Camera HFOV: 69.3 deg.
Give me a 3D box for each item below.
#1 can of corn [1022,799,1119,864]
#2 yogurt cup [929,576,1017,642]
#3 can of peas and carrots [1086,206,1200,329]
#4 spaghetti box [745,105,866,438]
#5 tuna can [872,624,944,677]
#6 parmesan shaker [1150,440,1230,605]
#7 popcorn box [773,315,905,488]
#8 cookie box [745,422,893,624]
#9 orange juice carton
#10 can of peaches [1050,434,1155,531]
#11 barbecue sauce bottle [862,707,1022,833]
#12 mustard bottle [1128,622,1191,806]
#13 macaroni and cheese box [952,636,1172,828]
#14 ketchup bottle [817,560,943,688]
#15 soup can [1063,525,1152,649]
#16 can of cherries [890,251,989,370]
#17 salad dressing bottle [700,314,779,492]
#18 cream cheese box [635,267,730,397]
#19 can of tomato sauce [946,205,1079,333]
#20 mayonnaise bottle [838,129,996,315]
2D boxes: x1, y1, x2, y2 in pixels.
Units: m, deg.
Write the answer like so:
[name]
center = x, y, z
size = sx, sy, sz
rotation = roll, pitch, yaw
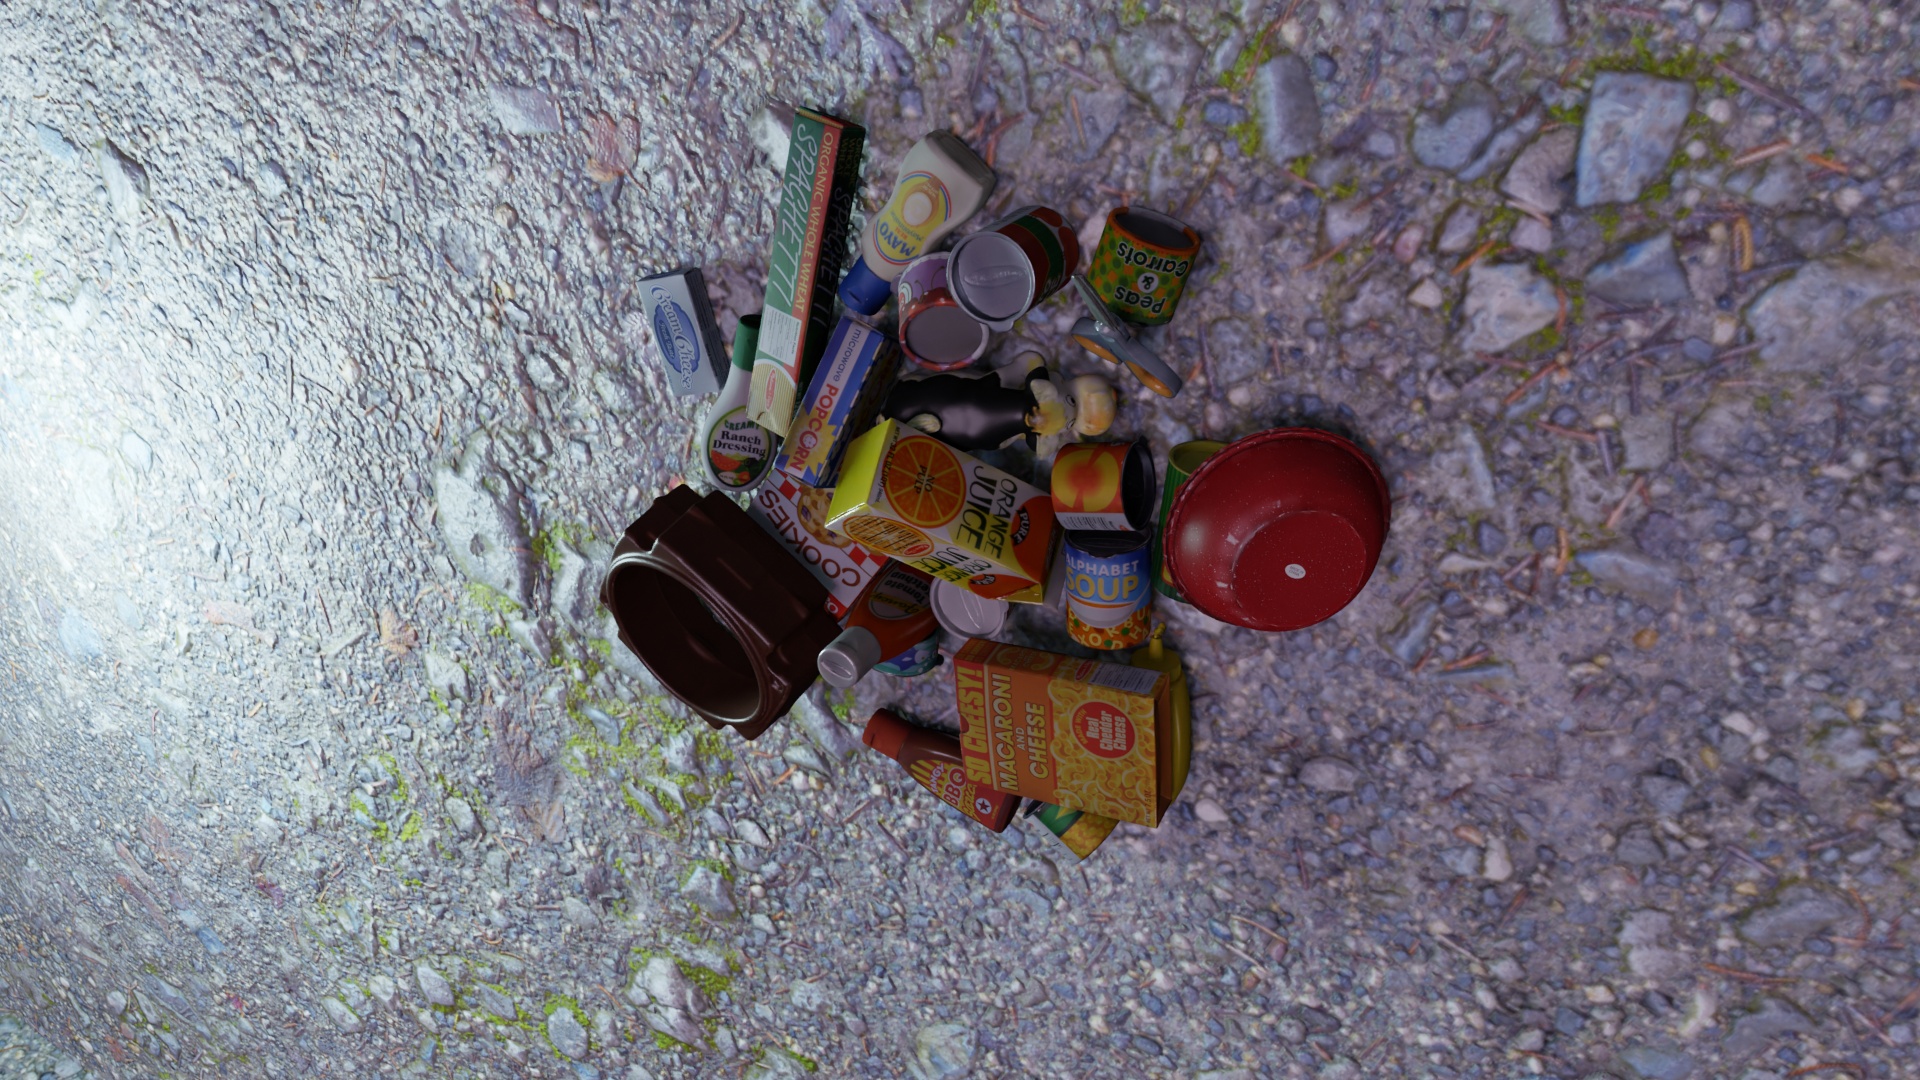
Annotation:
[can of corn]
center = 0.097, 0.226, 1.166
size = 0.058, 0.071, 0.071
rotation = 43, 127, 2
[yogurt cup]
center = 0.016, 0.041, 1.122
size = 0.072, 0.054, 0.072
rotation = 13, 119, 23
[can of peas and carrots]
center = 0.122, -0.185, 0.940
size = 0.071, 0.071, 0.058
rotation = 28, 124, 14
[spaghetti box]
center = -0.121, -0.202, 1.067
size = 0.050, 0.029, 0.248
rotation = 29, 118, 30
[tuna can]
center = -0.047, 0.084, 1.172
size = 0.071, 0.071, 0.032
rotation = 18, 121, 20
[parmesan shaker]
center = 0.178, -0.012, 1.000
size = 0.071, 0.072, 0.102
rotation = 16, 121, 21
[popcorn box]
center = -0.089, -0.104, 1.058
size = 0.038, 0.085, 0.126
rotation = 26, 96, 8
[cookie box]
center = -0.103, -0.024, 1.165
size = 0.123, 0.040, 0.166
rotation = 43, 126, 4
[orange juice carton]
center = 0.004, -0.013, 1.036
size = 0.192, 0.072, 0.073
rotation = 24, 156, -25
[can of peaches]
center = 0.106, -0.042, 1.026
size = 0.058, 0.071, 0.071
rotation = 0, 114, 29
[barbecue sauce bottle]
center = -0.015, 0.197, 1.225
size = 0.149, 0.044, 0.064
rotation = 27, 126, 15
[mustard bottle]
center = 0.151, 0.135, 1.099
size = 0.065, 0.049, 0.159
rotation = 10, 119, 22
[macaroni and cheese box]
center = 0.079, 0.148, 1.085
size = 0.166, 0.040, 0.123
rotation = 8, 120, 25
[ketchup bottle]
center = -0.061, 0.068, 1.119
size = 0.065, 0.149, 0.043
rotation = 26, 125, 16
[soup can]
center = 0.112, 0.033, 1.055
size = 0.071, 0.072, 0.083
rotation = 9, 118, 25
[can of cherries]
center = -0.015, -0.166, 1.012
size = 0.071, 0.059, 0.071
rotation = -2, 139, -1
[salad dressing bottle]
center = -0.178, -0.114, 1.154
size = 0.064, 0.044, 0.147
rotation = 10, 118, -10
[cream cheese box]
center = -0.231, -0.175, 1.168
size = 0.053, 0.024, 0.103
rotation = -4, 112, 29
[can of tomato sauce]
center = 0.039, -0.192, 0.974
size = 0.071, 0.083, 0.070
rotation = 13, 120, 23
[mayonnaise bottle]
center = -0.038, -0.228, 1.024
size = 0.065, 0.041, 0.147
rotation = 42, 126, 0
